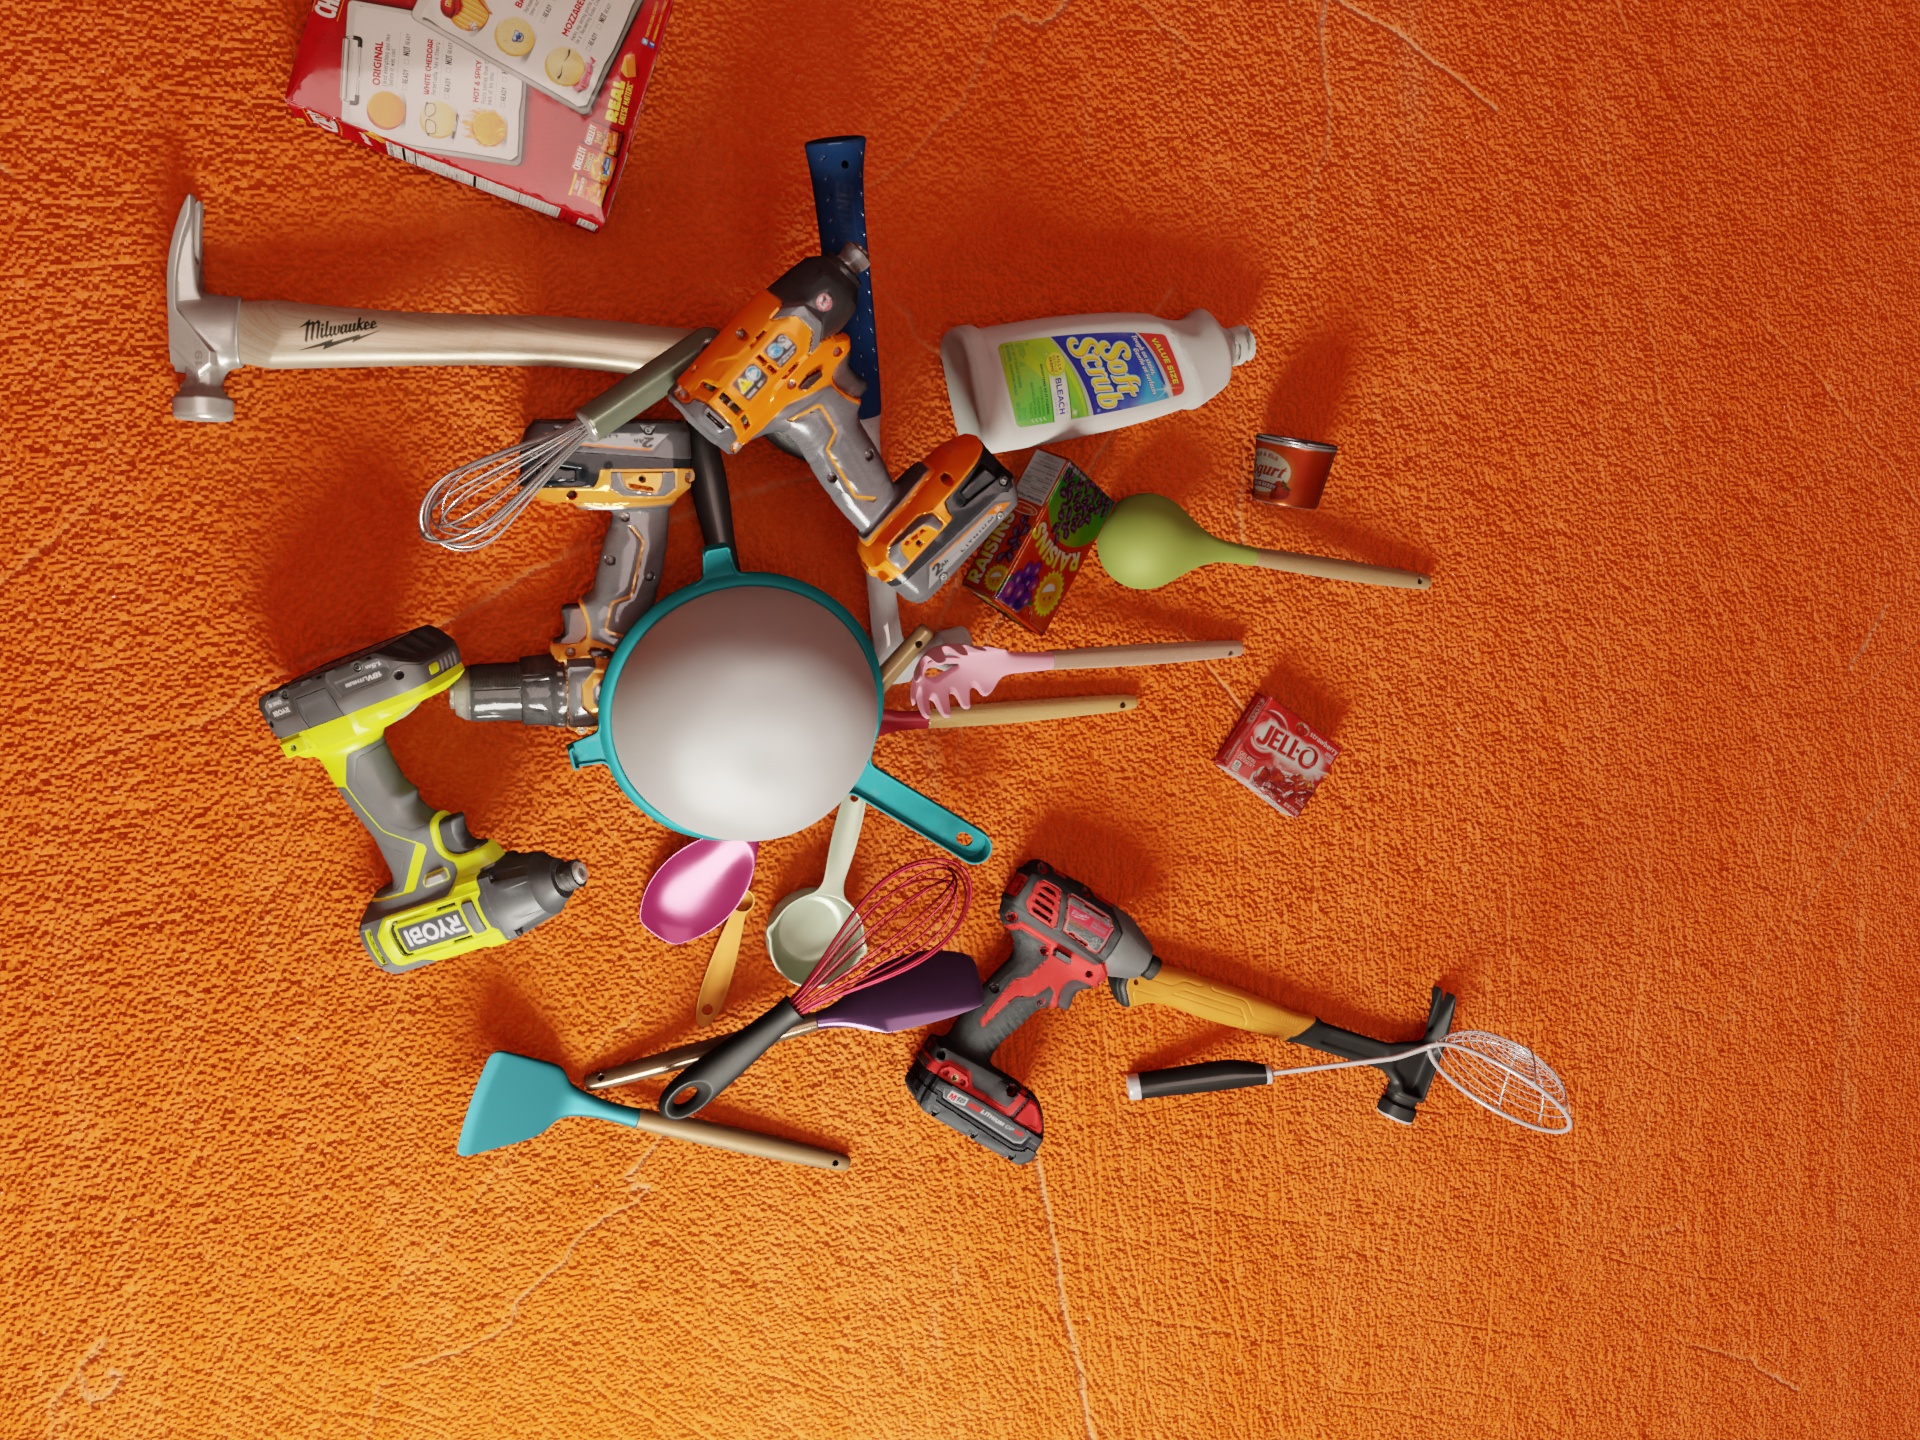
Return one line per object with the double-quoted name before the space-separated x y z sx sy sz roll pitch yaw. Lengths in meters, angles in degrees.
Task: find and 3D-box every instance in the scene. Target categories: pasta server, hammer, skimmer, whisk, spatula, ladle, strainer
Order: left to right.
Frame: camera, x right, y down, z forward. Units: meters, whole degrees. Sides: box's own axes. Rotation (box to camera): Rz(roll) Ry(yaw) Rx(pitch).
"hammer" -0.324 -0.272 1.097 0.410 0.038 0.146 1 97 -11
"whisk" -0.257 -0.193 1.065 0.246 0.059 0.057 -39 136 -17
"spatula" -0.225 0.319 1.230 0.317 0.044 0.082 19 92 -24
"whisk" -0.174 -0.110 1.192 0.055 0.055 0.239 -12 97 -16
"spatula" -0.138 0.239 1.243 0.316 0.018 0.060 -15 64 -6
"whisk" -0.111 0.206 1.213 0.296 0.073 0.073 -39 108 -3
"strainer" -0.098 0.038 1.157 0.340 0.095 0.211 32 98 -27
"hammer" -0.075 -0.210 1.161 0.144 0.035 0.405 -12 117 -14
"ladle" -0.002 -0.004 1.271 0.315 0.031 0.069 -5 113 -19
"pasta server" 0.099 -0.045 1.271 0.316 0.040 0.060 -5 131 -27
"ladle" 0.260 -0.135 1.336 0.320 0.062 0.078 5 95 -25
"hammer" 0.282 0.257 1.399 0.336 0.034 0.127 19 93 -20
"skimmer" 0.327 0.323 1.353 0.363 0.127 0.090 -6 66 1

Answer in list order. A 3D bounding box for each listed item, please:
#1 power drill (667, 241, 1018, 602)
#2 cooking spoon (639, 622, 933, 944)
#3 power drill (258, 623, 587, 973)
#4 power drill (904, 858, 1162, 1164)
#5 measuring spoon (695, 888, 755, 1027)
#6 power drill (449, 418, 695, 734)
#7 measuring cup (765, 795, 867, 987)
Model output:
"power drill" -0.066 -0.207 1.100 0.164 0.084 0.226 -47 116 4
"cooking spoon" -0.130 0.048 1.216 0.068 0.017 0.319 40 96 -22
"power drill" -0.371 0.056 1.108 0.171 0.080 0.223 -18 105 16
"power drill" 0.062 0.238 1.296 0.143 0.078 0.220 31 84 -10
"measuring spoon" -0.186 0.186 1.250 0.021 0.011 0.117 17 96 -14
"power drill" -0.275 -0.101 1.143 0.185 0.084 0.226 -3 104 -16
"measuring cup" -0.105 0.125 1.252 0.083 0.038 0.167 14 92 -19
